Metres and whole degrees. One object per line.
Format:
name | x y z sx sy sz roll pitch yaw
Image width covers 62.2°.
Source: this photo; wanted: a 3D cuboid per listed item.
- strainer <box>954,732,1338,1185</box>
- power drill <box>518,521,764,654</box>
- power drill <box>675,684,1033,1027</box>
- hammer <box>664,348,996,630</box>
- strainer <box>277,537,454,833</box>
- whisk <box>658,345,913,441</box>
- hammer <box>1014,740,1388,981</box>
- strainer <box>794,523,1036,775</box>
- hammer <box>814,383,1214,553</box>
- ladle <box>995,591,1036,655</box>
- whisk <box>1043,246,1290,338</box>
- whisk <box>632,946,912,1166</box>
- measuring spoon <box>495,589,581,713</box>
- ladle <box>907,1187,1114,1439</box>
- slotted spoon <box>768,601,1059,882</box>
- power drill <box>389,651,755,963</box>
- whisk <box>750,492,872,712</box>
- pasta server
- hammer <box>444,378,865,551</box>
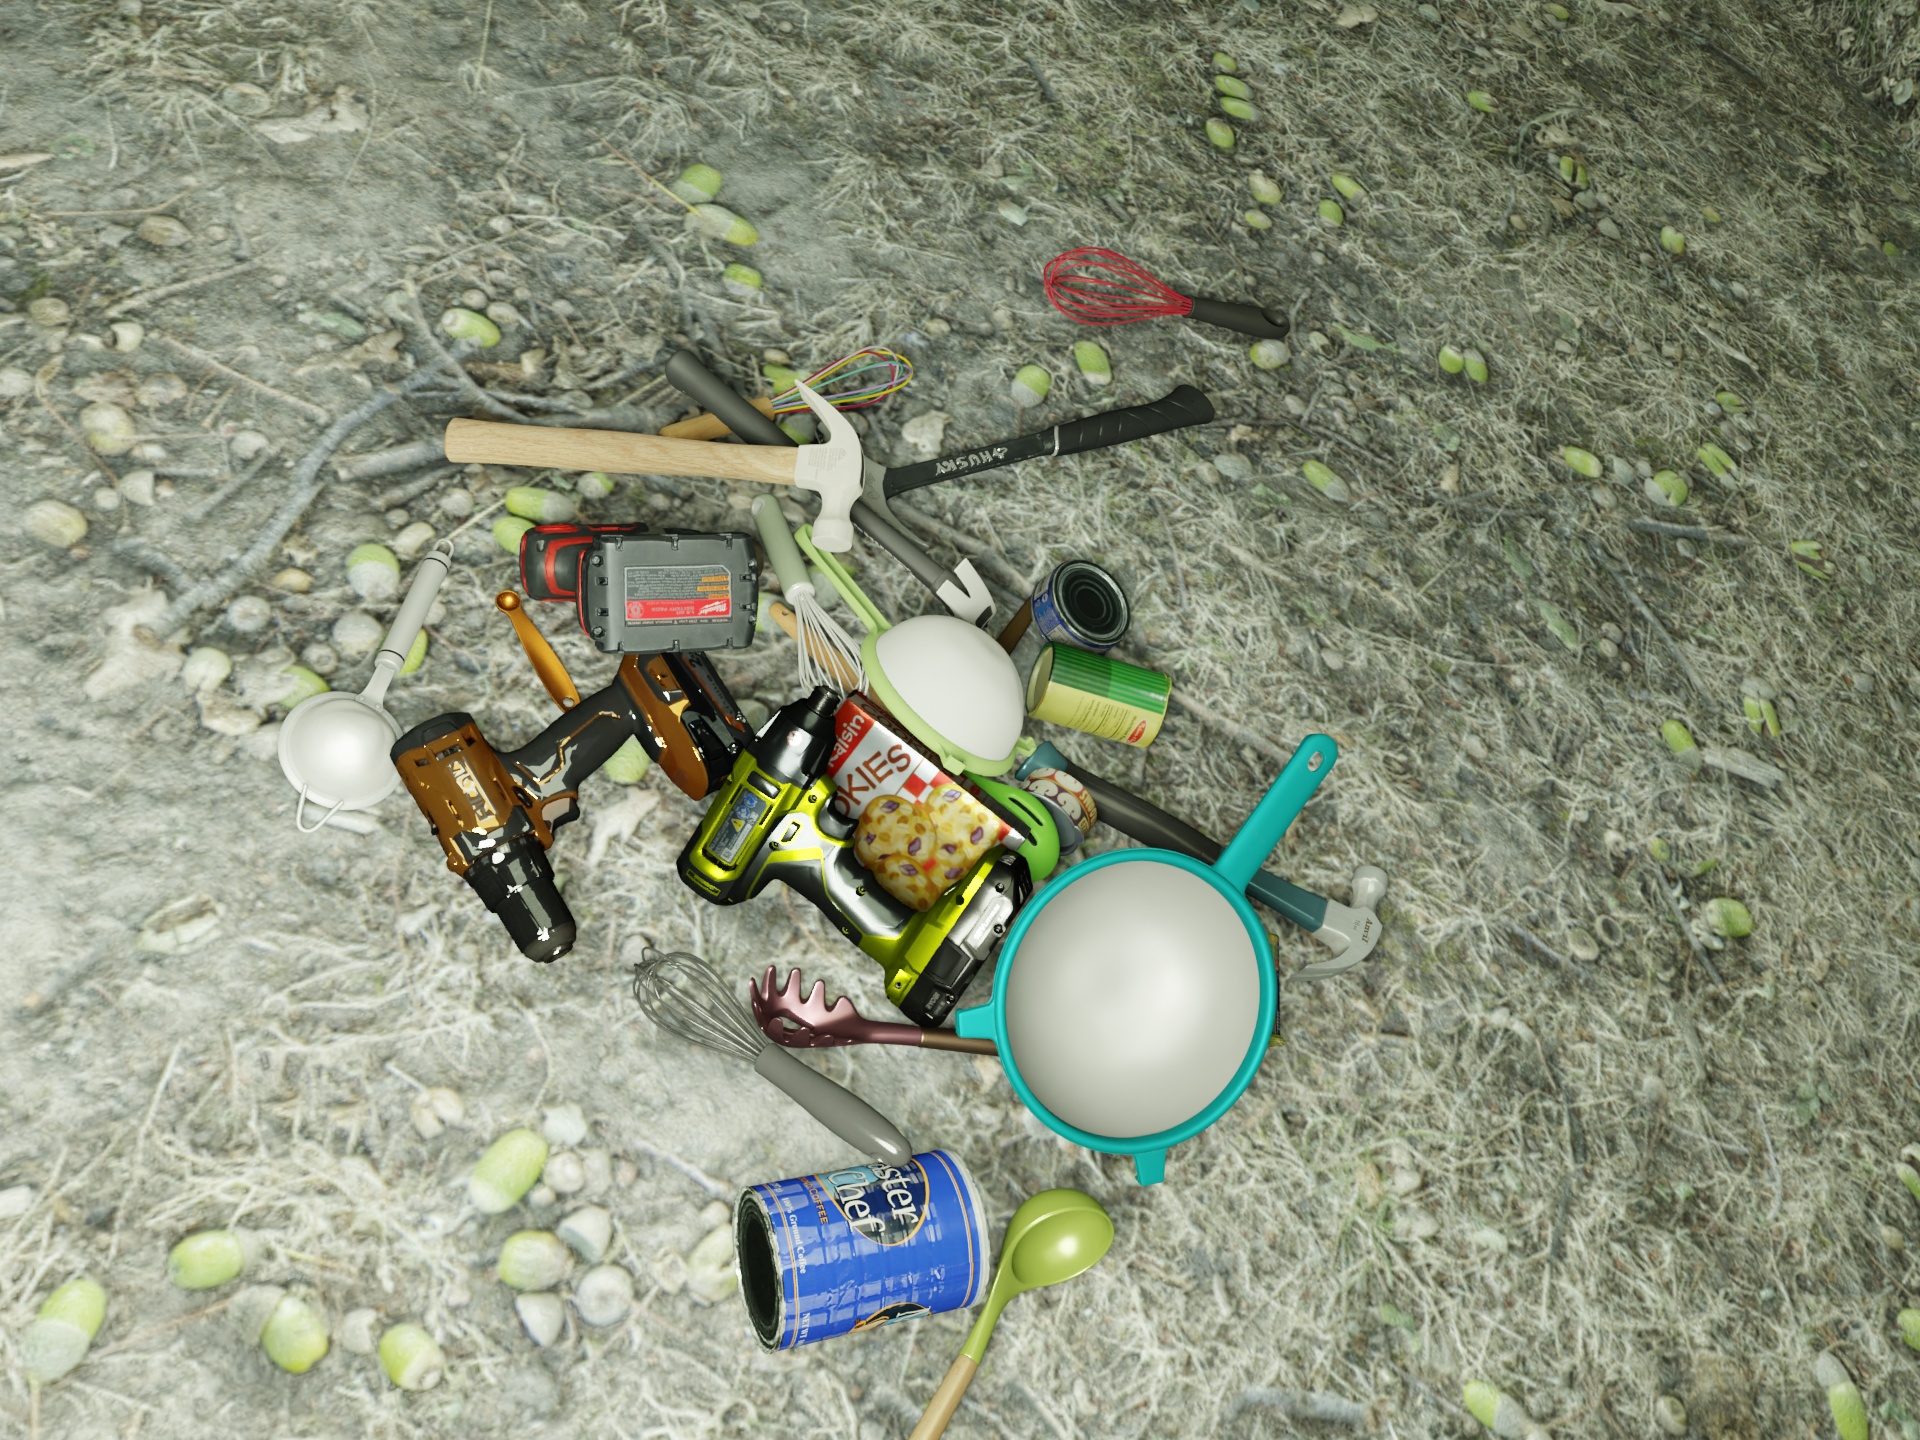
strainer | 0.149 0.143 1.143 0.211 0.095 0.340 41 78 -13
power drill | -0.213 -0.107 1.165 0.187 0.227 0.080 -4 103 -24
power drill | -0.068 0.095 1.116 0.223 0.171 0.080 34 12 5
hammer | -0.107 -0.188 1.289 0.335 0.146 0.035 40 86 5
strainer | -0.412 -0.037 1.137 0.086 0.050 0.259 29 50 -23
whisk | -0.149 -0.278 1.380 0.245 0.051 0.047 -23 89 -25
hammer | 0.196 0.107 1.304 0.331 0.033 0.128 28 54 -5
strainer | -0.031 -0.073 1.225 0.256 0.069 0.151 50 22 14
hammer | 0.074 -0.249 1.457 0.409 0.036 0.149 -19 71 -30
ladle | -0.002 -0.004 1.292 0.069 0.031 0.315 34 53 0
whisk | 0.213 -0.421 1.602 0.295 0.073 0.073 4 60 -27
whisk | -0.128 0.222 1.055 0.239 0.055 0.055 31 53 21
measuring spoon | -0.318 -0.049 1.200 0.021 0.011 0.117 -27 78 -32
ladle | 0.001 0.439 1.021 0.062 0.078 0.320 10 50 36
slotted spoon | -0.042 0.008 1.238 0.314 0.031 0.070 42 60 18
power drill | -0.259 0.050 1.126 0.226 0.084 0.185 -28 78 -28
whisk | -0.124 -0.094 1.261 0.059 0.057 0.247 17 38 -44
pasta server | -0.002 0.226 1.151 0.316 0.040 0.060 10 31 -19
hammer | -0.238 -0.209 1.238 0.331 0.031 0.130 6 75 5
